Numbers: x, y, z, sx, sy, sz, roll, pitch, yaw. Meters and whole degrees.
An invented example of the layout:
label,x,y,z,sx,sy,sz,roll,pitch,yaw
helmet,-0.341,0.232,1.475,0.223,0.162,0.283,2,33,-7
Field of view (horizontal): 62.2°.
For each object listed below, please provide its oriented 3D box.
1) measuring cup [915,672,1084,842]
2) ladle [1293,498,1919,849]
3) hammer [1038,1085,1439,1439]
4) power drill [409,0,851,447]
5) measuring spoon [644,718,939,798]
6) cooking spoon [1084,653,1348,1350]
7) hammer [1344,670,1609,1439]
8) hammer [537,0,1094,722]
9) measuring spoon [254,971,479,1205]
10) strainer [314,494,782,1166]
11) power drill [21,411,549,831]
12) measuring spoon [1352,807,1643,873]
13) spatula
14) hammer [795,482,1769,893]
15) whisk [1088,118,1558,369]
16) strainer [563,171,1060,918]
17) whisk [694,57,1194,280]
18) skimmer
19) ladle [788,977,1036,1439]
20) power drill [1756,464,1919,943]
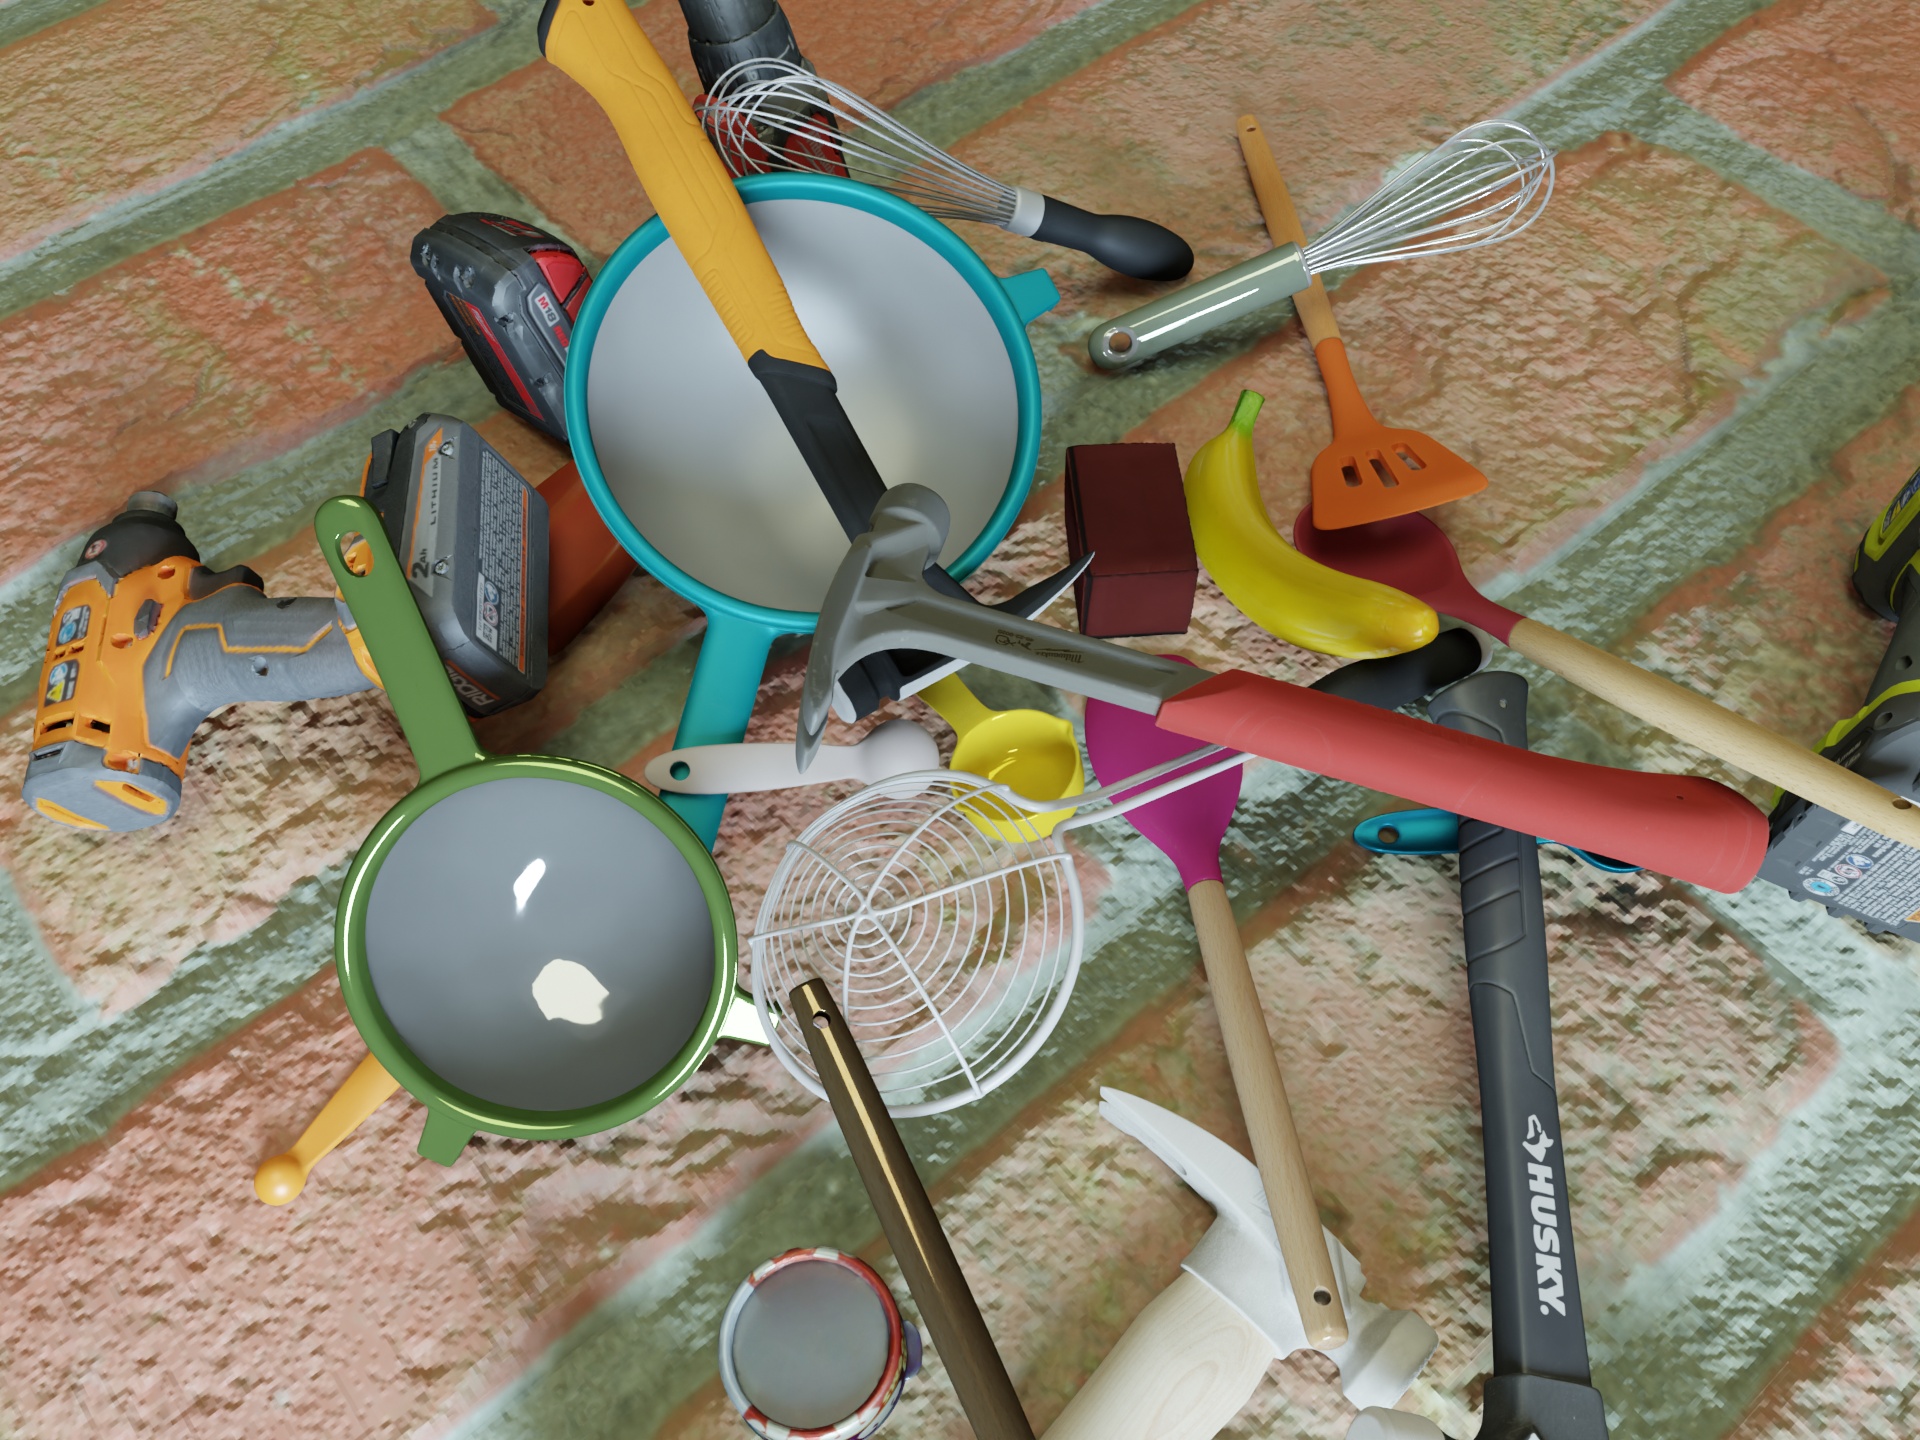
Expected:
label,x,y,z,sx,sy,sz,roll,pitch,yaw
measuring cup,-0.001,-0.002,0.714,0.062,0.029,0.157,-36,51,-9
ladle,0.250,-0.027,0.651,0.069,0.031,0.316,-26,36,-18
hammer,-0.026,0.303,0.514,0.146,0.038,0.411,39,67,24
power drill,-0.155,-0.264,0.786,0.080,0.187,0.227,32,67,34
measuring spoon,-0.069,0.018,0.663,0.124,0.018,0.034,-3,86,-9
cooking spoon,0.103,0.088,0.631,0.068,0.017,0.319,-7,49,-3
hammer,0.211,0.124,0.592,0.146,0.035,0.335,16,56,-12
hammer,-0.076,-0.172,0.679,0.127,0.034,0.337,-29,88,-13
measuring spoon,-0.236,0.143,0.635,0.021,0.011,0.117,31,64,19
strainer,-0.179,0.033,0.617,0.151,0.069,0.256,-22,97,3
power drill,-0.297,-0.054,0.694,0.226,0.084,0.164,-15,61,14
measuring spoon,0.233,0.049,0.677,0.128,0.021,0.042,-3,63,11
spatula,0.185,-0.217,0.826,0.081,0.041,0.323,-14,57,7
hammer,0.122,0.007,0.593,0.359,0.036,0.149,16,42,0
whisk,0.179,-0.234,0.802,0.246,0.057,0.059,-21,17,12
strainer,-0.090,-0.075,0.729,0.211,0.095,0.340,16,80,-9
whisk,0.002,-0.263,0.795,0.284,0.070,0.070,7,53,-30
skimmer,0.085,0.039,0.642,0.363,0.090,0.127,-20,52,-34
ladle,0.018,0.224,0.482,0.078,0.062,0.320,-22,76,-15
power drill,0.403,-0.044,0.627,0.080,0.190,0.229,24,66,15
